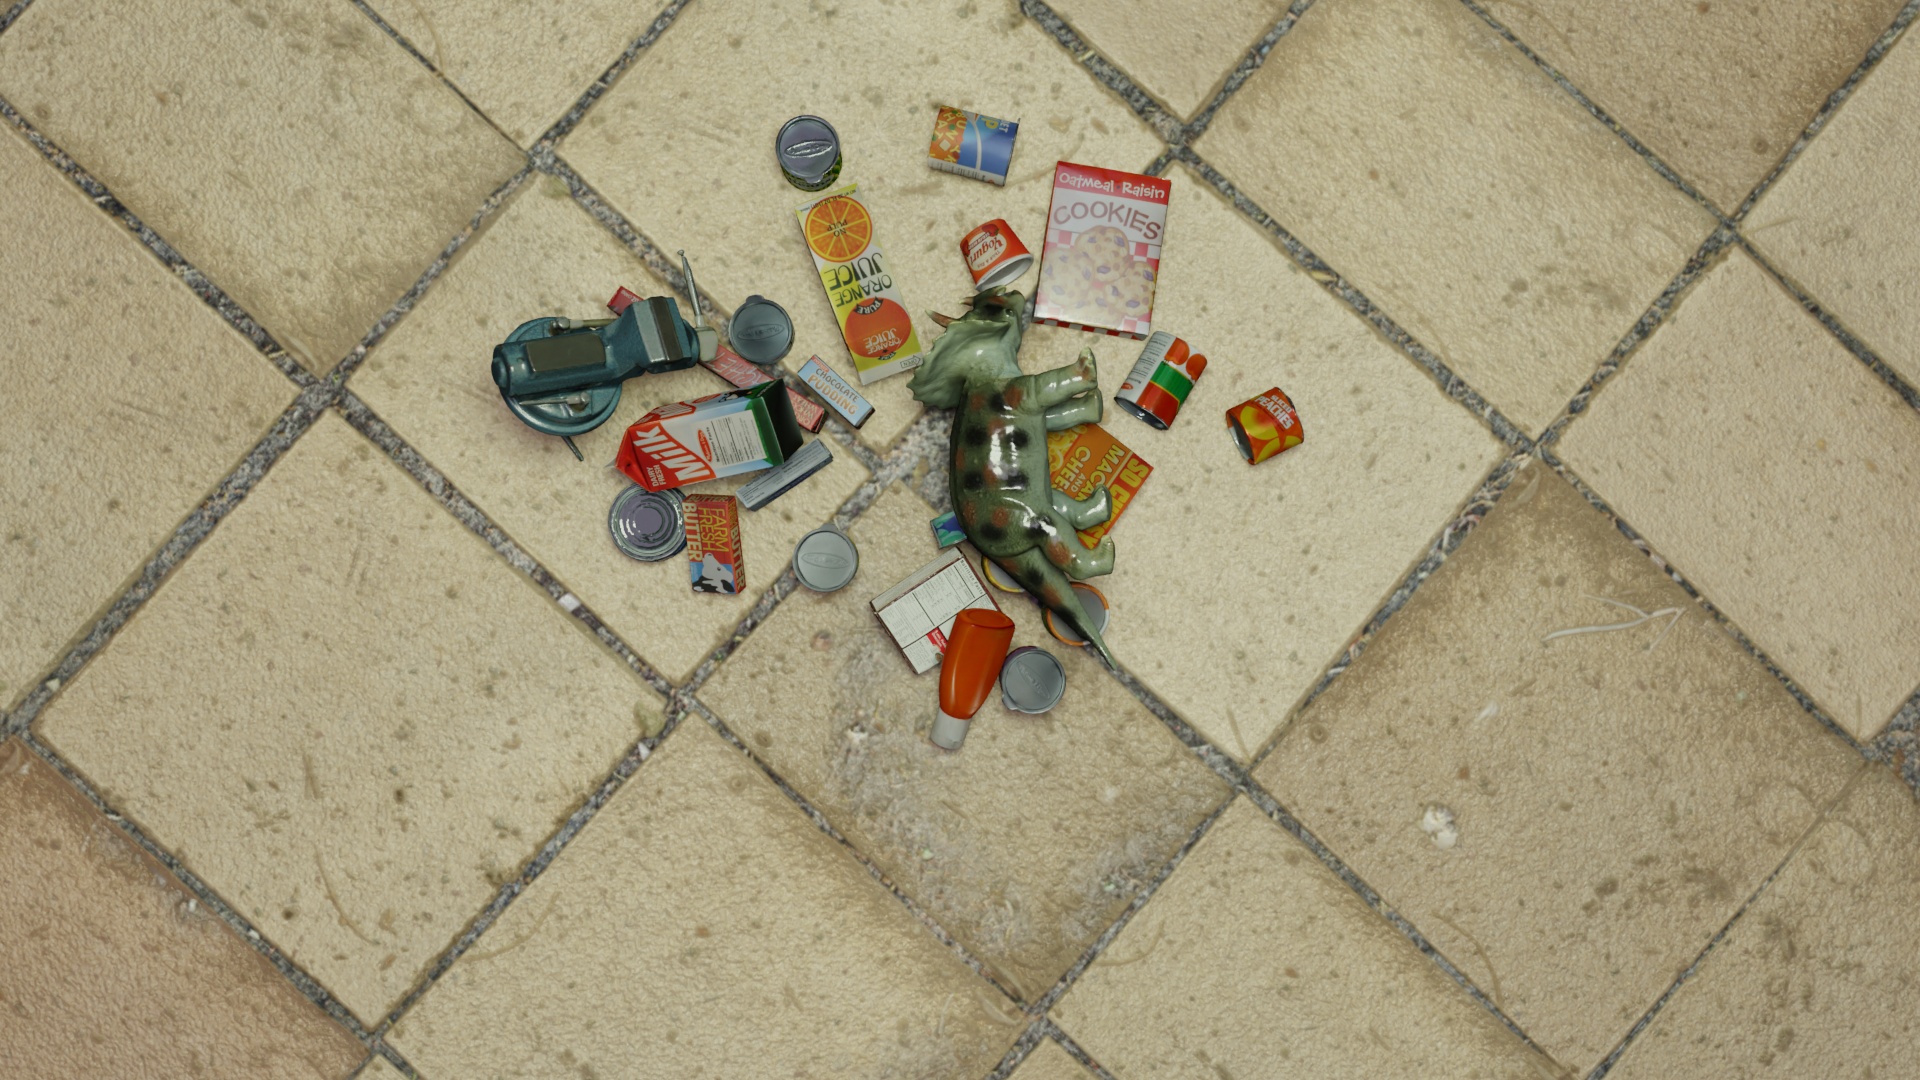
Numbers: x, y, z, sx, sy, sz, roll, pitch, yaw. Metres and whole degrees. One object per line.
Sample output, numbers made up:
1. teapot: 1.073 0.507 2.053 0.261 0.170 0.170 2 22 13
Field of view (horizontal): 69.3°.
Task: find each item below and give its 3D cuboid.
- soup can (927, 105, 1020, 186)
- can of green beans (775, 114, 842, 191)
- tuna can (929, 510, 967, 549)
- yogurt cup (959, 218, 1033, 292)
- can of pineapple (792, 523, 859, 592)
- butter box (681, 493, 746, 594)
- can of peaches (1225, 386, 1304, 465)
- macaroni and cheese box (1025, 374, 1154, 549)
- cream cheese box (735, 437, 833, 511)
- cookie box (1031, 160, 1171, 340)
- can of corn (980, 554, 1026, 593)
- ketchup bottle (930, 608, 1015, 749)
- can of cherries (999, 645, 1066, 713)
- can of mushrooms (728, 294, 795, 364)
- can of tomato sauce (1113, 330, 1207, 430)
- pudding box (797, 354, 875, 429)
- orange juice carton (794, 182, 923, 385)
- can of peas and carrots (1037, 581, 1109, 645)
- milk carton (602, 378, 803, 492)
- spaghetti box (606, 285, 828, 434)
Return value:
1. soup can: 0.014 -0.414 1.448 0.084 0.071 0.071 14 89 -1
2. can of green beans: -0.157 -0.402 1.446 0.071 0.058 0.071 0 89 -2
3. tuna can: 0.005 -0.018 1.440 0.071 0.071 0.033 -22 90 -2
4. yogurt cup: 0.035 -0.299 1.449 0.072 0.072 0.054 -29 82 -2
5. can of pineapple: -0.138 0.019 1.439 0.071 0.058 0.071 0 89 -2
6. butter box: -0.253 0.004 1.428 0.053 0.024 0.103 3 111 17
7. can of peaches: 0.317 -0.120 1.451 0.058 0.071 0.071 -25 90 -1
8. macaroni and cheese box: 0.100 -0.076 1.458 0.166 0.040 0.124 36 88 0
9. cream cheese box: -0.181 -0.068 1.441 0.104 0.053 0.024 -33 89 -2
10. cookie box: 0.148 -0.305 1.464 0.123 0.040 0.167 9 89 -2
11. can of corn: 0.053 0.021 1.445 0.071 0.058 0.071 0 89 -2
12. ketchup bottle: 0.006 0.143 1.427 0.065 0.043 0.148 4 114 -34
13. can of cherries: 0.071 0.145 1.444 0.071 0.058 0.071 0 90 -3
14. can of mushrooms: -0.207 -0.220 1.453 0.071 0.033 0.071 0 89 -1
15. can of tomato sauce: 0.211 -0.166 1.451 0.071 0.071 0.083 31 88 -1
16. pudding box: -0.128 -0.154 1.447 0.084 0.049 0.030 42 90 0
17. orange juice carton: -0.103 -0.261 1.438 0.072 0.073 0.192 -21 90 -2
18. can of peas and carrots: 0.117 0.074 1.446 0.071 0.058 0.071 0 89 -2
19. milk carton: -0.265 -0.103 1.408 0.190 0.072 0.073 -11 109 14
20. spaghetti box: -0.249 -0.186 1.443 0.250 0.050 0.028 31 90 -1
